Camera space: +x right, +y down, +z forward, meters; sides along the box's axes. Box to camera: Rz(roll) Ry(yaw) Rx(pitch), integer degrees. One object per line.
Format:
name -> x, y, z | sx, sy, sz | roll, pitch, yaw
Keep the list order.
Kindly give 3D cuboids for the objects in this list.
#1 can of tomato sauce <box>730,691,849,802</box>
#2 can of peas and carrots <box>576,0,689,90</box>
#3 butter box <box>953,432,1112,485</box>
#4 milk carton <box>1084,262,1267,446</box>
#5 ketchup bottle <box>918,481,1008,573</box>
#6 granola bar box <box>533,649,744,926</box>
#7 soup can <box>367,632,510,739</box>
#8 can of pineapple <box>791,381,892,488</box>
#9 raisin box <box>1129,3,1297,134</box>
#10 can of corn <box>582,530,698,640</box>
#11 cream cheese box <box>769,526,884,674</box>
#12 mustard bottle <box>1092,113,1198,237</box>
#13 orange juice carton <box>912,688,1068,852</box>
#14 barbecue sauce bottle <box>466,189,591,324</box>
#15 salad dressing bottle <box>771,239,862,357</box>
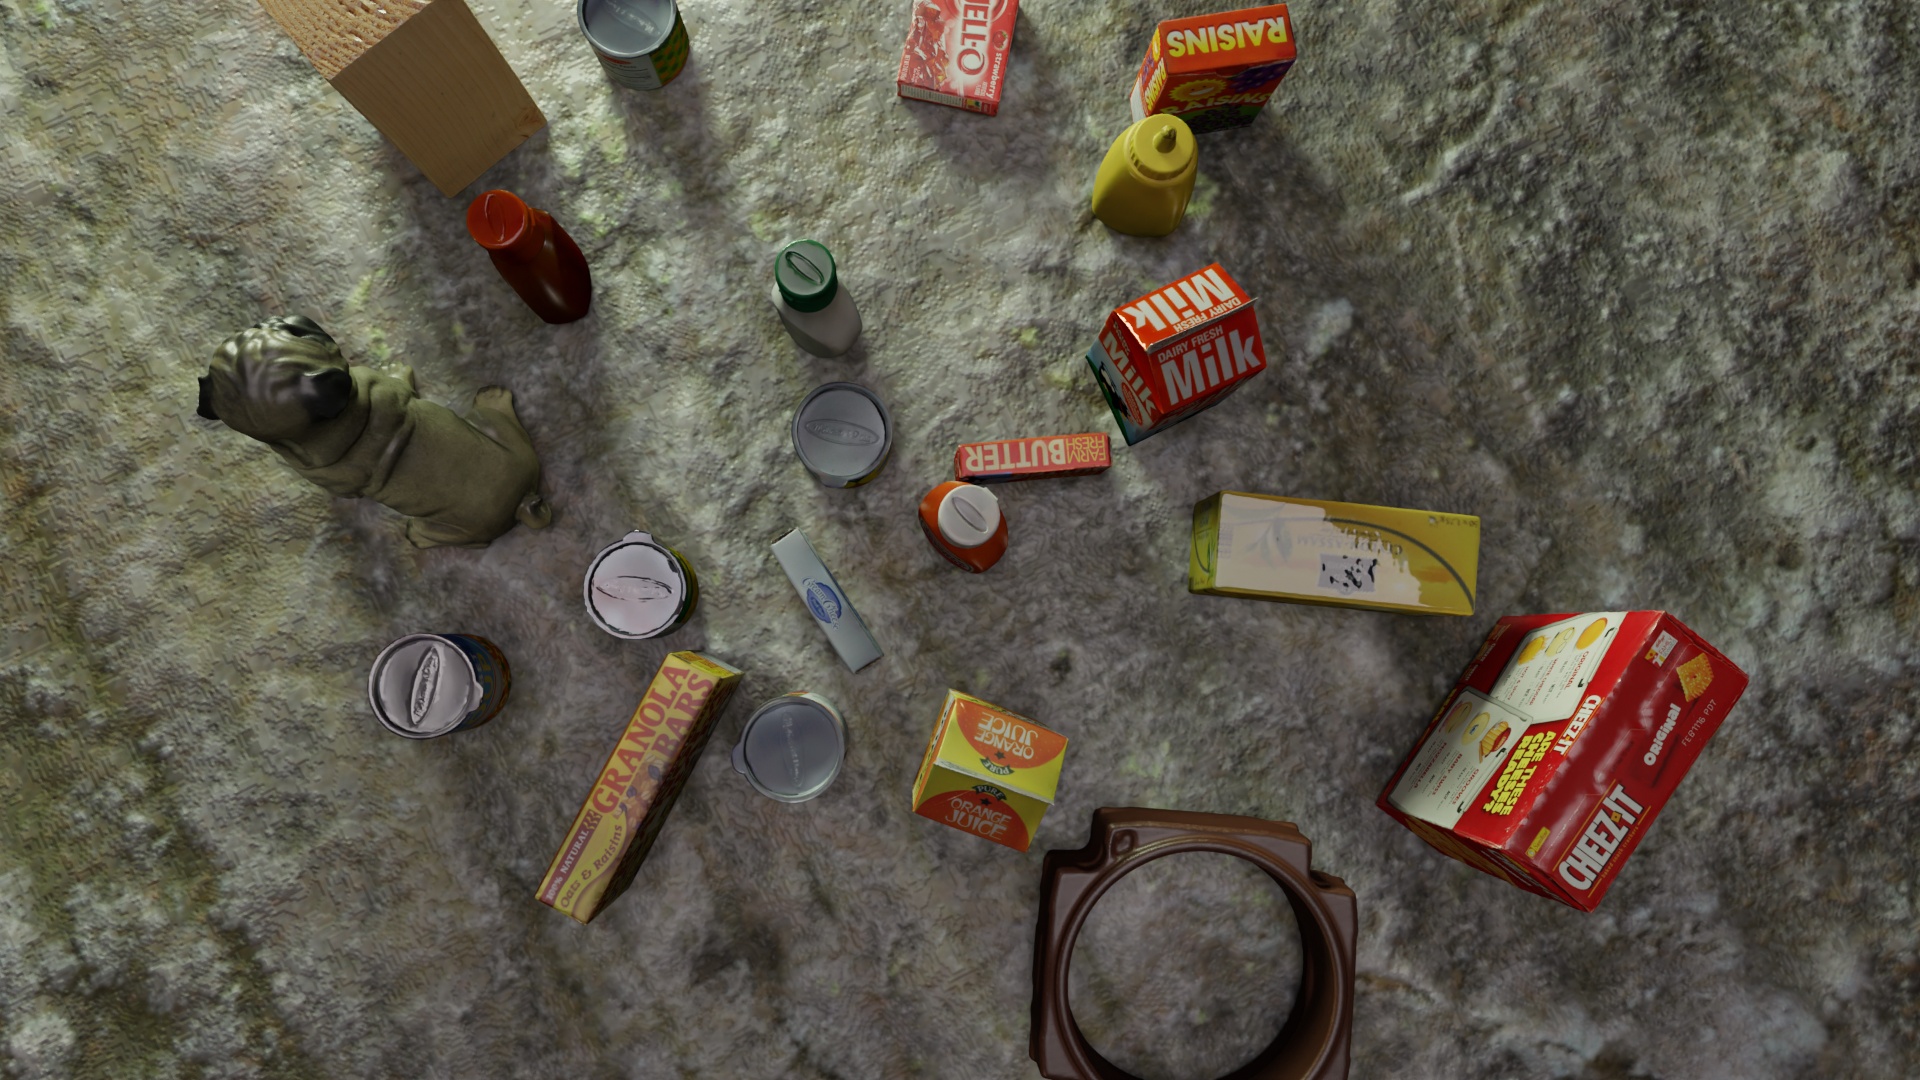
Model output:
can of tomato sauce -> -0.109, 0.133, 0.905 | 0.071, 0.083, 0.071 | 0, 86, -2
can of peas and carrots -> -0.222, -0.353, 0.951 | 0.071, 0.058, 0.071 | 0, 86, -2
butter box -> 0.048, -0.055, 0.941 | 0.103, 0.053, 0.024 | -5, 86, -3
milk carton -> 0.136, -0.118, 0.881 | 0.072, 0.190, 0.073 | -25, 87, -4
ketchup bottle -> 0.003, -0.011, 0.888 | 0.065, 0.148, 0.043 | 44, 86, 1
granola bar box -> -0.199, 0.150, 0.880 | 0.039, 0.124, 0.165 | 28, 85, 0
soup can -> -0.332, 0.094, 0.899 | 0.071, 0.083, 0.071 | 0, 86, -2
can of pineapple -> -0.080, -0.068, 0.935 | 0.071, 0.058, 0.071 | 0, 86, -2
raisin box -> 0.166, -0.310, 0.931 | 0.086, 0.123, 0.040 | -8, 86, -3
can of corn -> -0.210, 0.030, 0.922 | 0.071, 0.058, 0.071 | 0, 86, -2
cream cheese box -> -0.089, 0.041, 0.928 | 0.024, 0.053, 0.104 | -33, 88, -4
mustard bottle -> 0.126, -0.242, 0.906 | 0.065, 0.160, 0.049 | 15, 86, -1
orange juice carton -> 0.016, 0.140, 0.855 | 0.072, 0.192, 0.073 | 21, 86, -1
barbecue sauce bottle -> -0.275, -0.185, 0.891 | 0.044, 0.148, 0.065 | -12, 87, -3
salad dressing bottle -> -0.095, -0.156, 0.896 | 0.064, 0.147, 0.044 | 40, 86, 1
